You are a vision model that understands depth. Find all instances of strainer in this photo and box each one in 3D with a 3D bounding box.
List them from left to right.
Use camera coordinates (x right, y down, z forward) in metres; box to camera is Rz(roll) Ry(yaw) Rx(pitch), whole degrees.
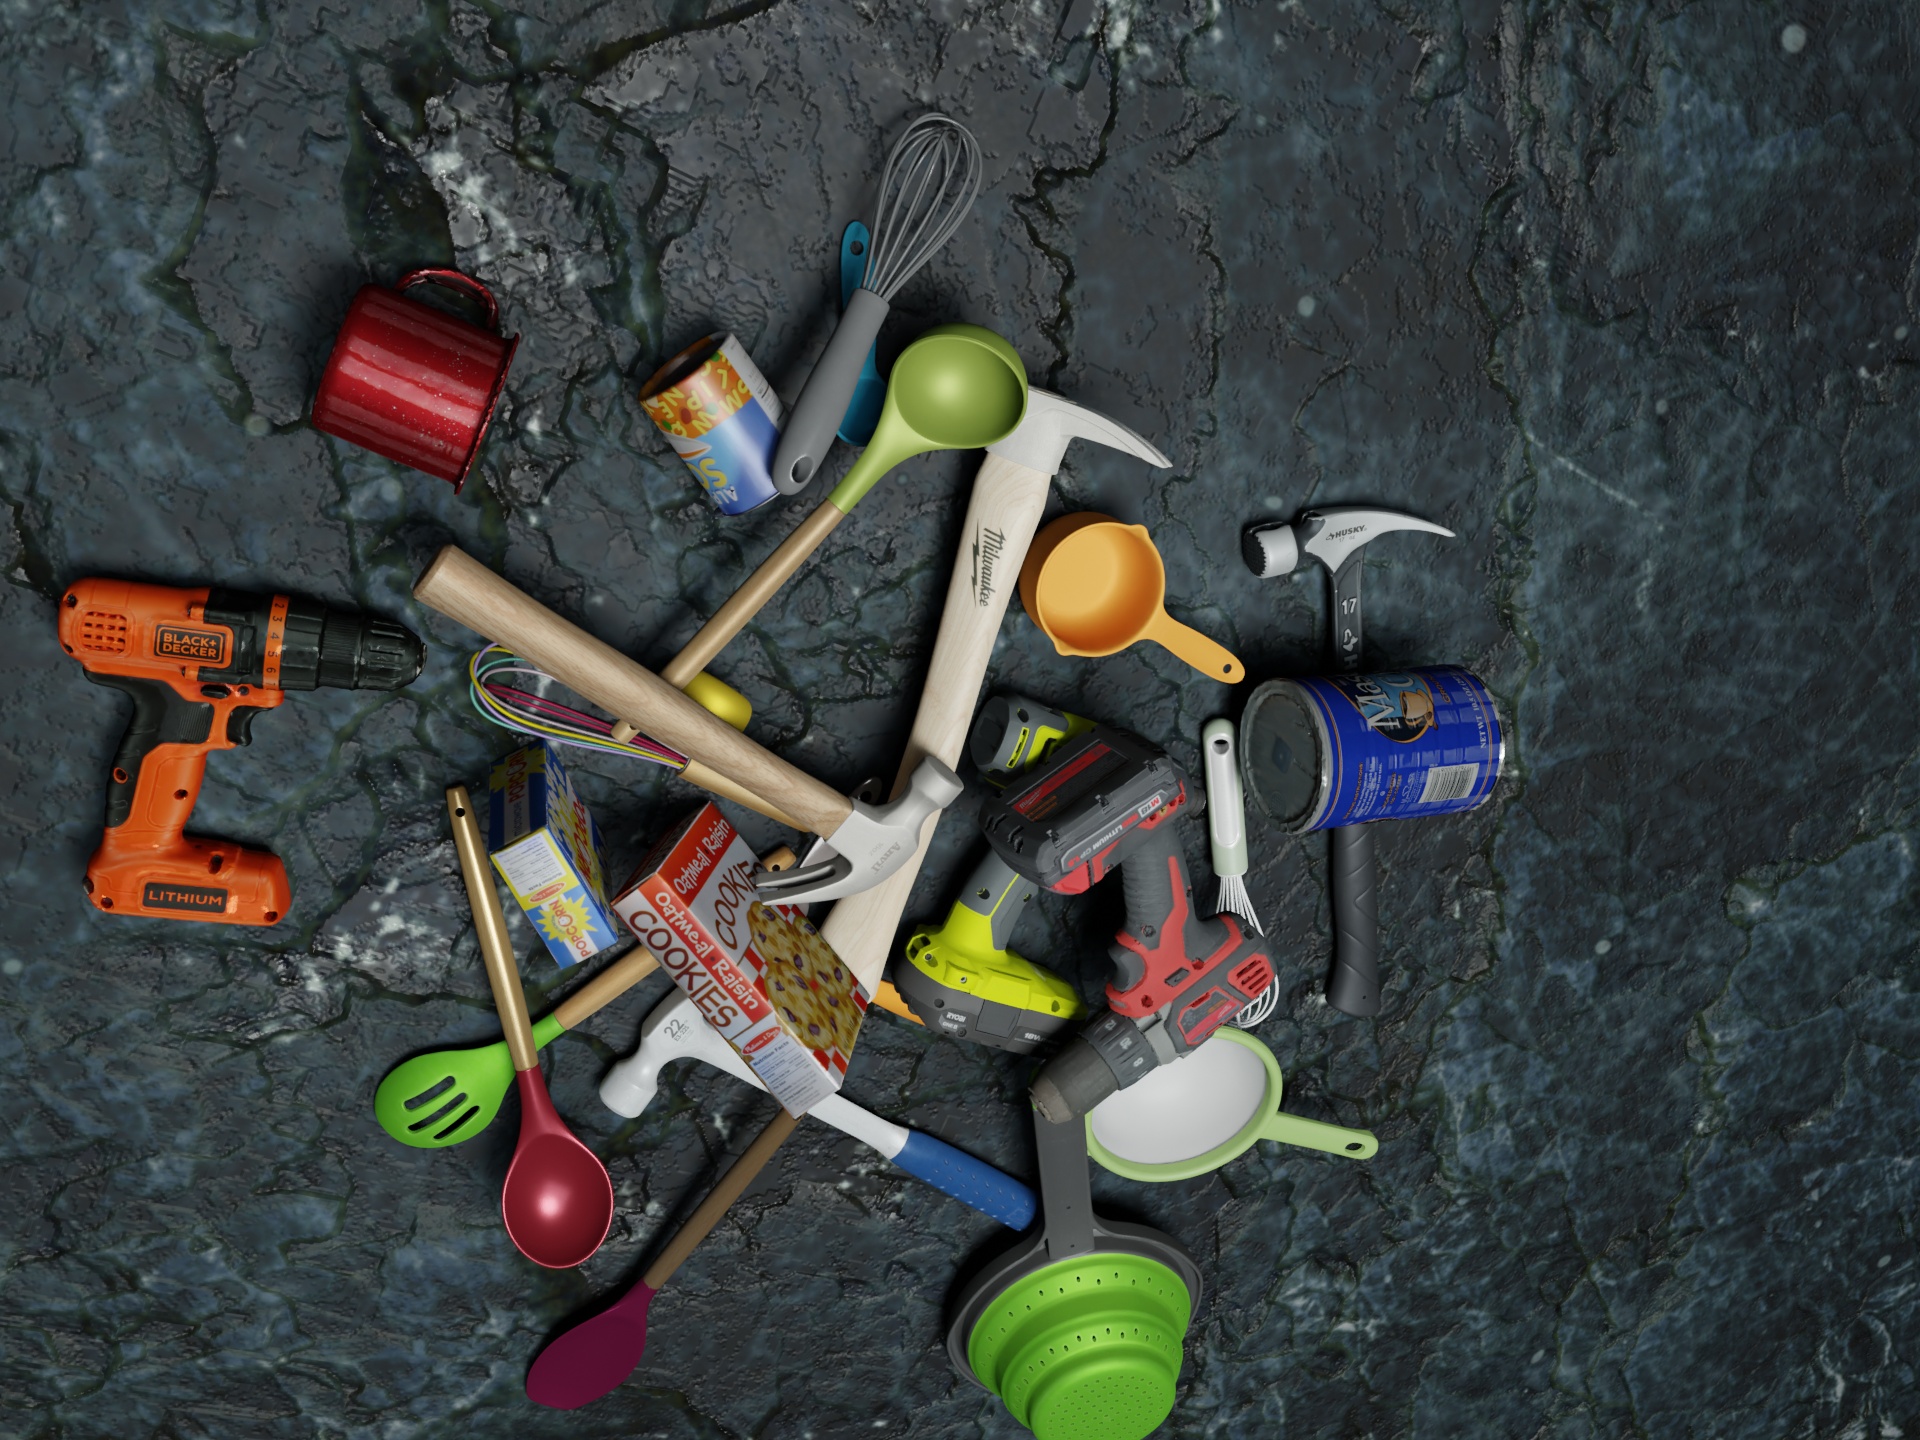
[{"bbox_3d":[0.200,0.277,1.186,0.256,0.069,0.151,18,116,-23],"label":"strainer"}]

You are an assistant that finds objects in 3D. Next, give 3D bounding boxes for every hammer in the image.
[{"bbox_3d":[-0.160,0.004,0.910,0.331,0.031,0.130,34,105,-27],"label":"hammer"},{"bbox_3d":[-0.049,0.292,1.128,0.405,0.035,0.144,35,96,-27],"label":"hammer"},{"bbox_3d":[-0.002,-0.003,0.992,0.146,0.038,0.410,22,107,12],"label":"hammer"},{"bbox_3d":[0.286,0.040,1.152,0.149,0.036,0.408,-15,115,-15],"label":"hammer"}]

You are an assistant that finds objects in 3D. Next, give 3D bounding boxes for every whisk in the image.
[{"bbox_3d":[-0.188,0.019,0.970,0.244,0.047,0.051,28,98,-30],"label":"whisk"},{"bbox_3d":[-0.049,-0.233,0.890,0.055,0.055,0.239,28,83,-26],"label":"whisk"},{"bbox_3d":[0.194,0.114,1.142,0.058,0.059,0.246,-4,110,11],"label":"whisk"}]

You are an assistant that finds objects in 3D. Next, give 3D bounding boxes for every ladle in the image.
[{"bbox_3d":[-0.276,0.191,0.986,0.069,0.031,0.315,-14,103,-15],"label":"ladle"},{"bbox_3d":[-0.087,-0.100,0.908,0.320,0.062,0.078,-46,118,4],"label":"ladle"}]

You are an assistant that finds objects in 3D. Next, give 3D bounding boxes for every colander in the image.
[{"bbox_3d":[0.089,0.412,1.148,0.204,0.095,0.396,-11,124,-6],"label":"colander"}]

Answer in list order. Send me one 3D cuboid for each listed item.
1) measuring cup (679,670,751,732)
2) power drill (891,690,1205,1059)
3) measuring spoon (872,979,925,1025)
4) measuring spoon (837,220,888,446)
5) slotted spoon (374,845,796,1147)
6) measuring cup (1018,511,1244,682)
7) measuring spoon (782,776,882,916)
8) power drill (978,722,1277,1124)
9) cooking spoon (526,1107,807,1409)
[{"bbox_3d":[-0.121,0.010,0.992,0.156,0.062,0.029,34,82,-38],"label":"measuring cup"},{"bbox_3d":[0.060,0.107,1.075,0.171,0.080,0.223,19,100,-25],"label":"power drill"},{"bbox_3d":[-0.047,0.194,1.104,0.116,0.011,0.021,27,99,-26],"label":"measuring spoon"},{"bbox_3d":[-0.061,-0.227,0.938,0.042,0.021,0.128,-5,103,-17],"label":"measuring spoon"},{"bbox_3d":[-0.237,0.176,1.022,0.314,0.031,0.070,-36,115,-5],"label":"slotted spoon"},{"bbox_3d":[0.113,-0.072,1.037,0.173,0.052,0.095,28,99,-28],"label":"measuring cup"},{"bbox_3d":[-0.089,0.089,1.045,0.034,0.018,0.124,34,96,-27],"label":"measuring spoon"},{"bbox_3d":[0.093,0.138,1.016,0.188,0.080,0.226,-35,119,-13],"label":"power drill"},{"bbox_3d":[-0.198,0.367,1.092,0.068,0.017,0.319,31,107,-28],"label":"cooking spoon"}]
